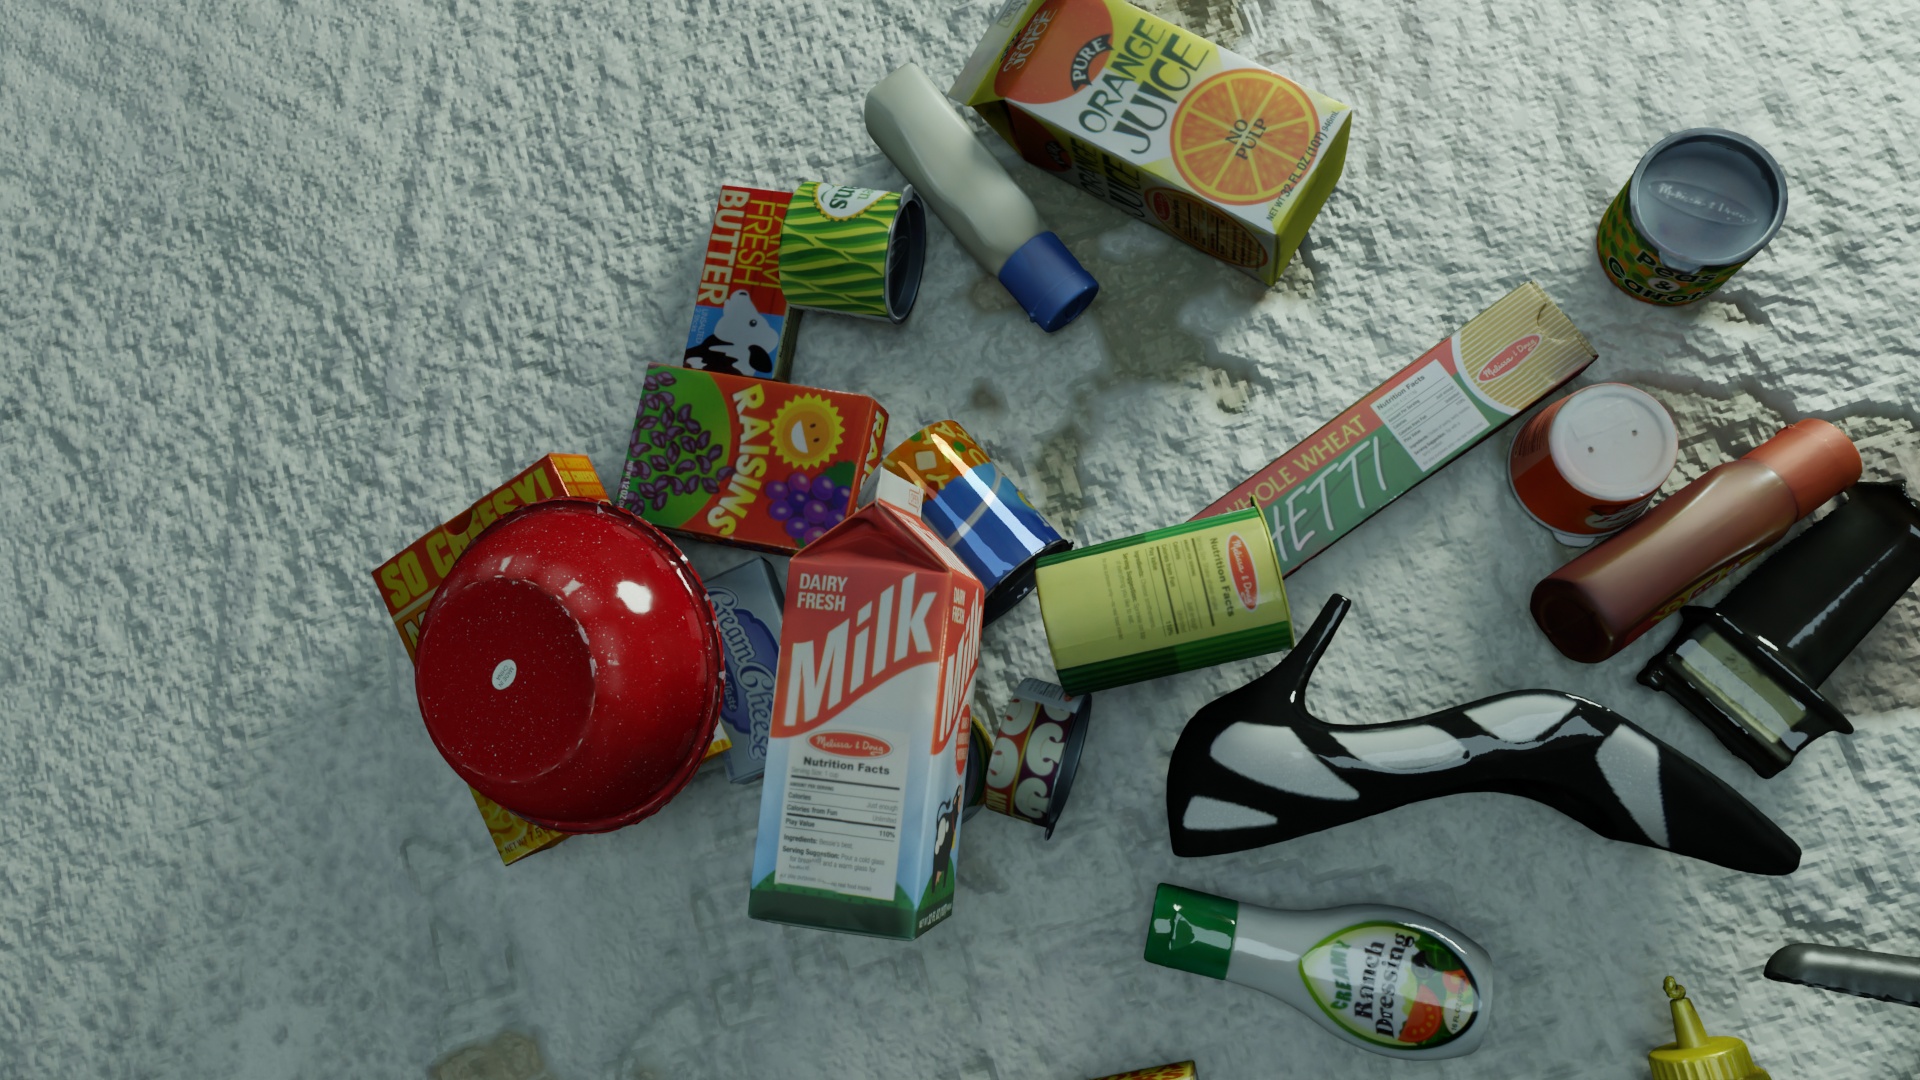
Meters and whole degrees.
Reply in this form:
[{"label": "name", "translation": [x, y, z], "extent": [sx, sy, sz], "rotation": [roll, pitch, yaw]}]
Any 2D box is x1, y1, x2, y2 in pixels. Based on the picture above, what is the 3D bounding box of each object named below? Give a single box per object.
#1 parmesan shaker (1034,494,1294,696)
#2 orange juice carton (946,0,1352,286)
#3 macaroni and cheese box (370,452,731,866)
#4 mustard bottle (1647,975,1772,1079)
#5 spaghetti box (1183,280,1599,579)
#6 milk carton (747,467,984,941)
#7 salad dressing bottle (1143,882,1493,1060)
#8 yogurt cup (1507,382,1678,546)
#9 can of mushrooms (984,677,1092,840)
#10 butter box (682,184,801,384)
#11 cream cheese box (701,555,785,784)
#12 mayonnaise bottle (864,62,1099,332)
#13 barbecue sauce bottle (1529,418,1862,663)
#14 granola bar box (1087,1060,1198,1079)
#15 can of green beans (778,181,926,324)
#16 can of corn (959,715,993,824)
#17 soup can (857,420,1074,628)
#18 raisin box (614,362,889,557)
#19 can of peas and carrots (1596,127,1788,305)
[{"label": "parmesan shaker", "translation": [0.090, 0.025, 0.623], "extent": [0.103, 0.071, 0.071], "rotation": [-13, 78, 8]}, {"label": "orange juice carton", "translation": [0.090, -0.210, 0.692], "extent": [0.193, 0.073, 0.072], "rotation": [31, 87, 14]}, {"label": "macaroni and cheese box", "translation": [-0.205, 0.058, 0.690], "extent": [0.123, 0.040, 0.166], "rotation": [-30, 82, 16]}, {"label": "mustard bottle", "translation": [0.325, 0.262, 0.580], "extent": [0.065, 0.048, 0.160], "rotation": [-14, 77, 7]}, {"label": "spaghetti box", "translation": [0.184, -0.031, 0.666], "extent": [0.250, 0.028, 0.050], "rotation": [-35, 77, 2]}, {"label": "milk carton", "translation": [-0.035, 0.067, 0.601], "extent": [0.073, 0.072, 0.190], "rotation": [4, 84, 13]}, {"label": "salad dressing bottle", "translation": [0.158, 0.189, 0.624], "extent": [0.148, 0.044, 0.064], "rotation": [11, 83, 12]}, {"label": "yogurt cup", "translation": [0.292, -0.039, 0.637], "extent": [0.072, 0.054, 0.072], "rotation": [-2, 79, 9]}, {"label": "can of mushrooms", "translation": [0.036, 0.101, 0.649], "extent": [0.033, 0.071, 0.071], "rotation": [16, 83, 13]}, {"label": "butter box", "translation": [-0.110, -0.134, 0.737], "extent": [0.053, 0.024, 0.103], "rotation": [9, 82, 10]}, {"label": "cream cheese box", "translation": [-0.105, 0.066, 0.700], "extent": [0.053, 0.024, 0.104], "rotation": [-22, 77, 5]}, {"label": "mayonnaise bottle", "translation": [0.010, -0.172, 0.706], "extent": [0.041, 0.064, 0.148], "rotation": [-39, 80, -2]}, {"label": "barbecue sauce bottle", "translation": [0.330, -0.002, 0.621], "extent": [0.149, 0.064, 0.044], "rotation": [-32, 76, -6]}, {"label": "granola bar box", "translation": [0.039, 0.315, 0.624], "extent": [0.165, 0.039, 0.124], "rotation": [-14, 78, 7]}, {"label": "can of green beans", "translation": [-0.054, -0.147, 0.709], "extent": [0.058, 0.071, 0.071], "rotation": [10, 82, 12]}, {"label": "can of corn", "translation": [-0.019, 0.105, 0.661], "extent": [0.071, 0.058, 0.071], "rotation": [-2, 80, 10]}, {"label": "soup can", "translation": [0.002, -0.008, 0.676], "extent": [0.071, 0.071, 0.084], "rotation": [-41, 76, 1]}, {"label": "raisin box", "translation": [-0.106, -0.038, 0.712], "extent": [0.123, 0.040, 0.086], "rotation": [10, 82, 12]}, {"label": "can of peas and carrots", "translation": [0.337, -0.147, 0.646], "extent": [0.071, 0.058, 0.071], "rotation": [-2, 81, 10]}]
